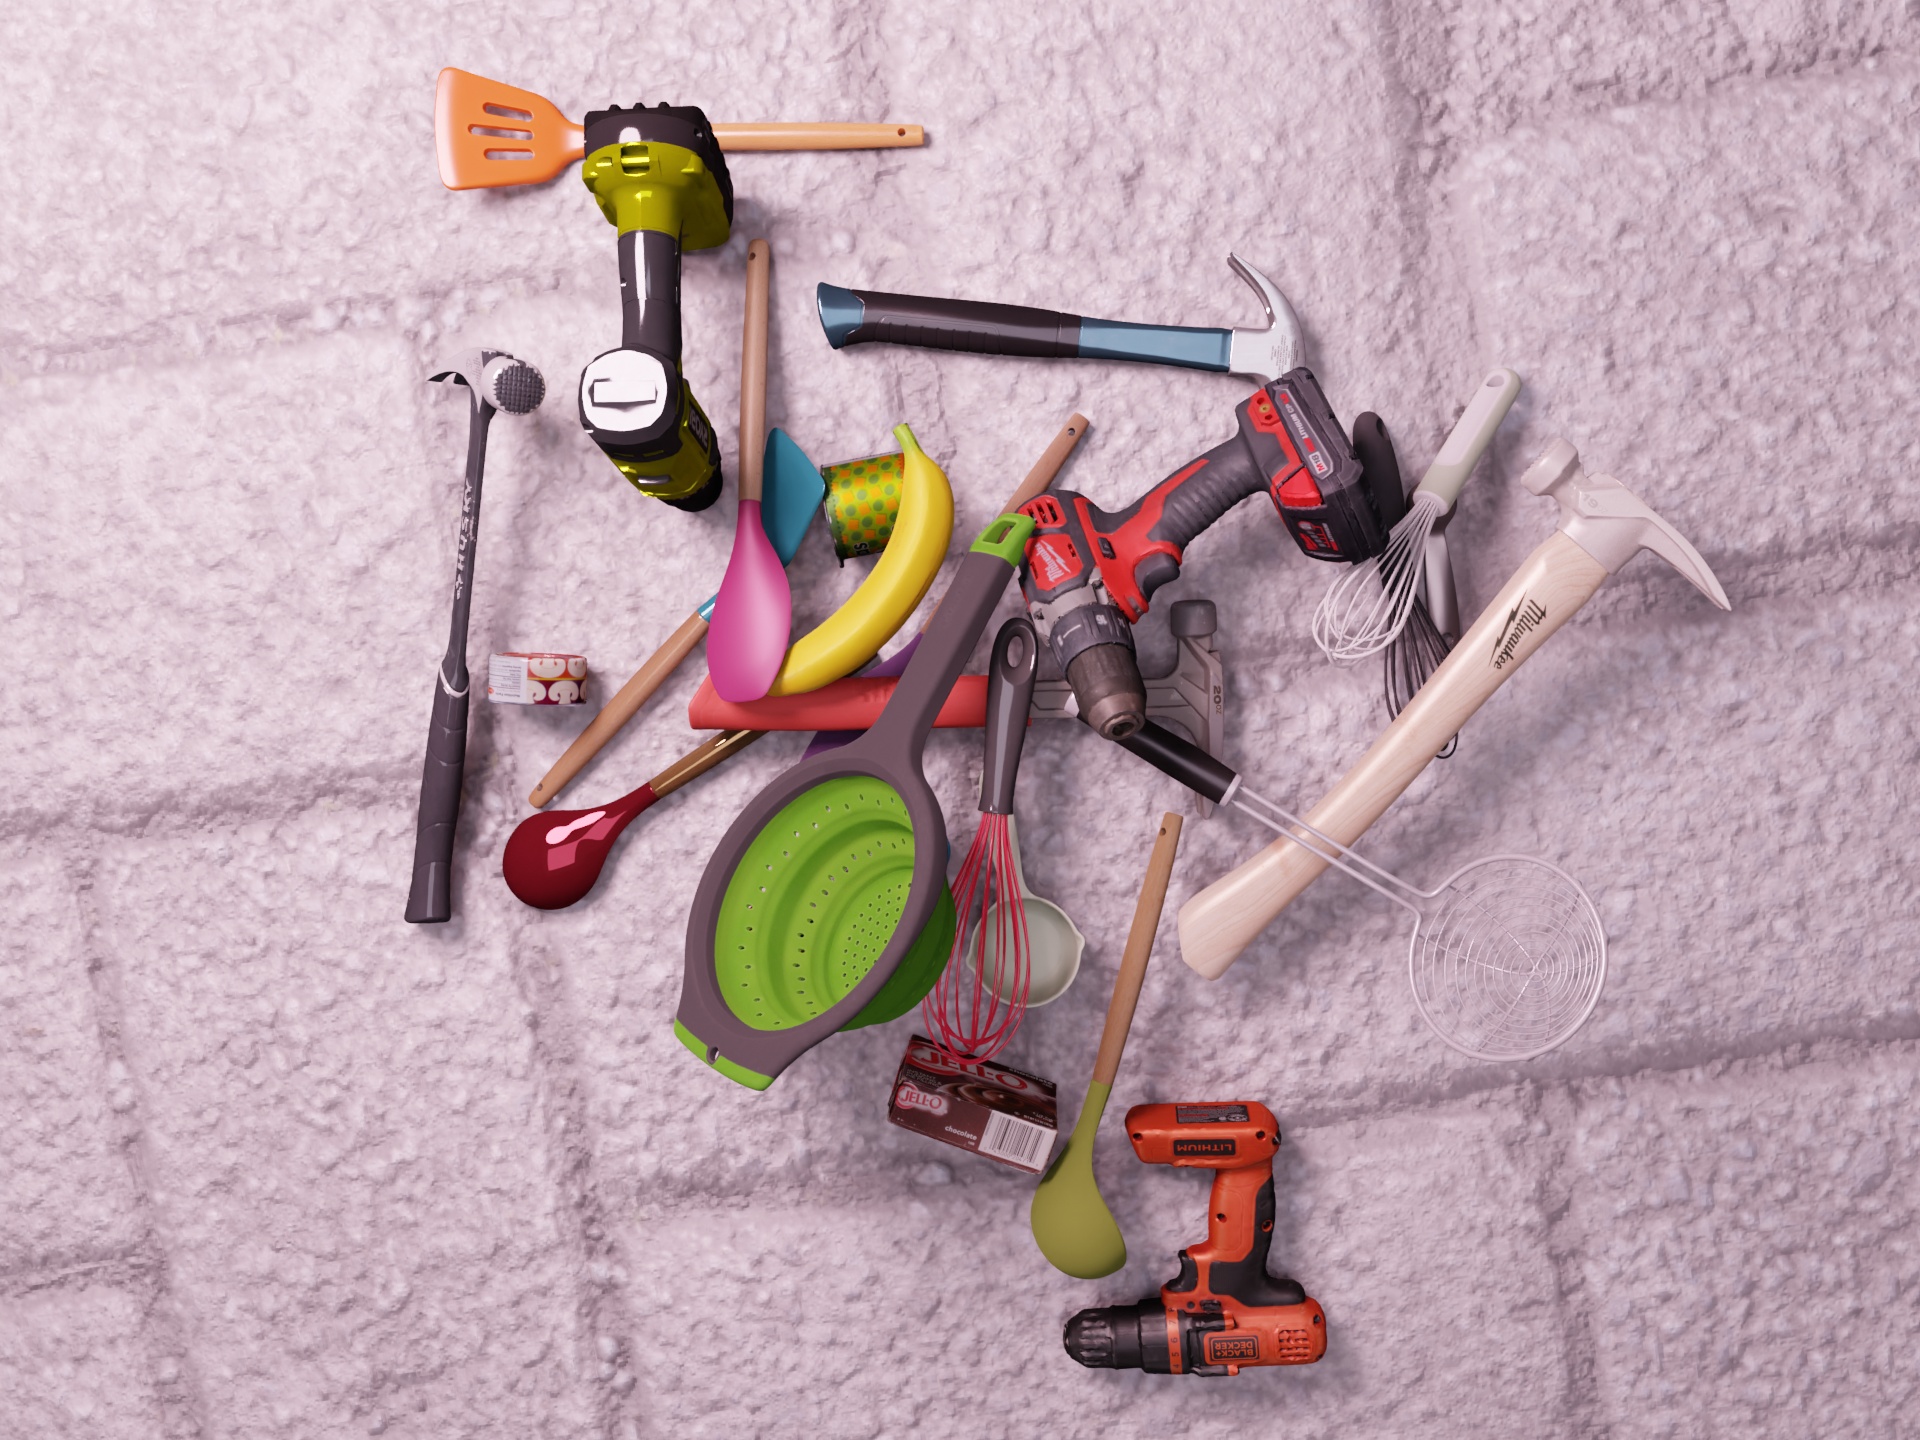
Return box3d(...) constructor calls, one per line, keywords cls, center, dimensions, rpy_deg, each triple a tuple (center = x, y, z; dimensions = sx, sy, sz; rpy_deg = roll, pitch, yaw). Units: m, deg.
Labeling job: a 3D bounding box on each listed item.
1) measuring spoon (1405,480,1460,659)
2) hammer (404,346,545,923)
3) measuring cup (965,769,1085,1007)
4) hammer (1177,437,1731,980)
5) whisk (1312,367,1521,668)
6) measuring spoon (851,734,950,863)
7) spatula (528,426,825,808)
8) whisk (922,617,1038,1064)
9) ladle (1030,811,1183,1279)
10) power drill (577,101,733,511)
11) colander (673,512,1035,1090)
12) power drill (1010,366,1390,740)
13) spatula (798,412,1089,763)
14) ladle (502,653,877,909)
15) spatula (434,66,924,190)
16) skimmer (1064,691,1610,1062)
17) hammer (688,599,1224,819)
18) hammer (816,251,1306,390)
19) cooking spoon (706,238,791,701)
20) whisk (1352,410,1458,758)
box3d(cls="measuring spoon", center=(0.325, -0.102, 1.076), dimensions=(0.034, 0.018, 0.124), rpy_deg=(-8, 96, 4))
box3d(cls="hammer", center=(-0.346, -0.050, 1.084), dimensions=(0.036, 0.149, 0.409), rpy_deg=(1, 107, -35))
box3d(cls="measuring cup", center=(0.037, 0.115, 1.108), dimensions=(0.083, 0.038, 0.168), rpy_deg=(-12, 83, 4))
box3d(cls="hammer", center=(0.296, 0.022, 1.028), dimensions=(0.146, 0.038, 0.410), rpy_deg=(42, 105, 7))
box3d(cls="whisk", center=(0.300, -0.135, 1.029), dimensions=(0.246, 0.058, 0.059), rpy_deg=(-56, 134, -16))
box3d(cls="measuring spoon", center=(-0.046, 0.052, 1.116), dimensions=(0.042, 0.021, 0.129), rpy_deg=(-26, 84, 5))
box3d(cls="spatula", center=(-0.201, -0.058, 1.096), dimensions=(0.317, 0.044, 0.082), rpy_deg=(-47, 51, 9))
box3d(cls="whisk", center=(0.021, 0.079, 1.045), dimensions=(0.073, 0.073, 0.296), rpy_deg=(7, 91, 2))
box3d(cls="ladle", center=(0.112, 0.220, 1.075), dimensions=(0.062, 0.078, 0.320), rpy_deg=(15, 89, -36))
box3d(cls="power drill", center=(-0.190, -0.254, 1.023), dimensions=(0.080, 0.190, 0.228), rpy_deg=(-2, 81, 3))
box3d(cls="colander", center=(-0.033, 0.055, 1.017), dimensions=(0.094, 0.205, 0.397), rpy_deg=(37, 77, -41))
box3d(cls="power drill", center=(0.148, -0.101, 0.999), dimensions=(0.226, 0.080, 0.188), rpy_deg=(-26, 52, 13))
box3d(cls="spatula", center=(-0.005, -0.077, 1.094), dimensions=(0.060, 0.018, 0.316), rpy_deg=(35, 95, 0))
box3d(cls="ladle", center=(-0.191, 0.036, 1.115), dimensions=(0.315, 0.031, 0.069), rpy_deg=(-33, 92, 4))
box3d(cls="spatula", center=(-0.186, -0.393, 1.066), dimensions=(0.322, 0.041, 0.081), rpy_deg=(0, 93, 2))
box3d(cls="skimmer", center=(0.220, 0.076, 0.988), dimensions=(0.363, 0.090, 0.127), rpy_deg=(31, 98, 10))
box3d(cls="hammer", center=(-0.002, -0.003, 1.077), dimensions=(0.359, 0.037, 0.149), rpy_deg=(-1, 98, -2))
box3d(cls="hammer", center=(0.066, -0.258, 1.068), dimensions=(0.331, 0.033, 0.128), rpy_deg=(6, 97, 3))
box3d(cls="cooking spoon", center=(-0.139, -0.169, 1.055), dimensions=(0.069, 0.017, 0.319), rpy_deg=(-6, 78, 31))
box3d(cls="whisk", center=(0.298, -0.091, 1.067), dimensions=(0.055, 0.055, 0.239), rpy_deg=(-12, 90, 4))
